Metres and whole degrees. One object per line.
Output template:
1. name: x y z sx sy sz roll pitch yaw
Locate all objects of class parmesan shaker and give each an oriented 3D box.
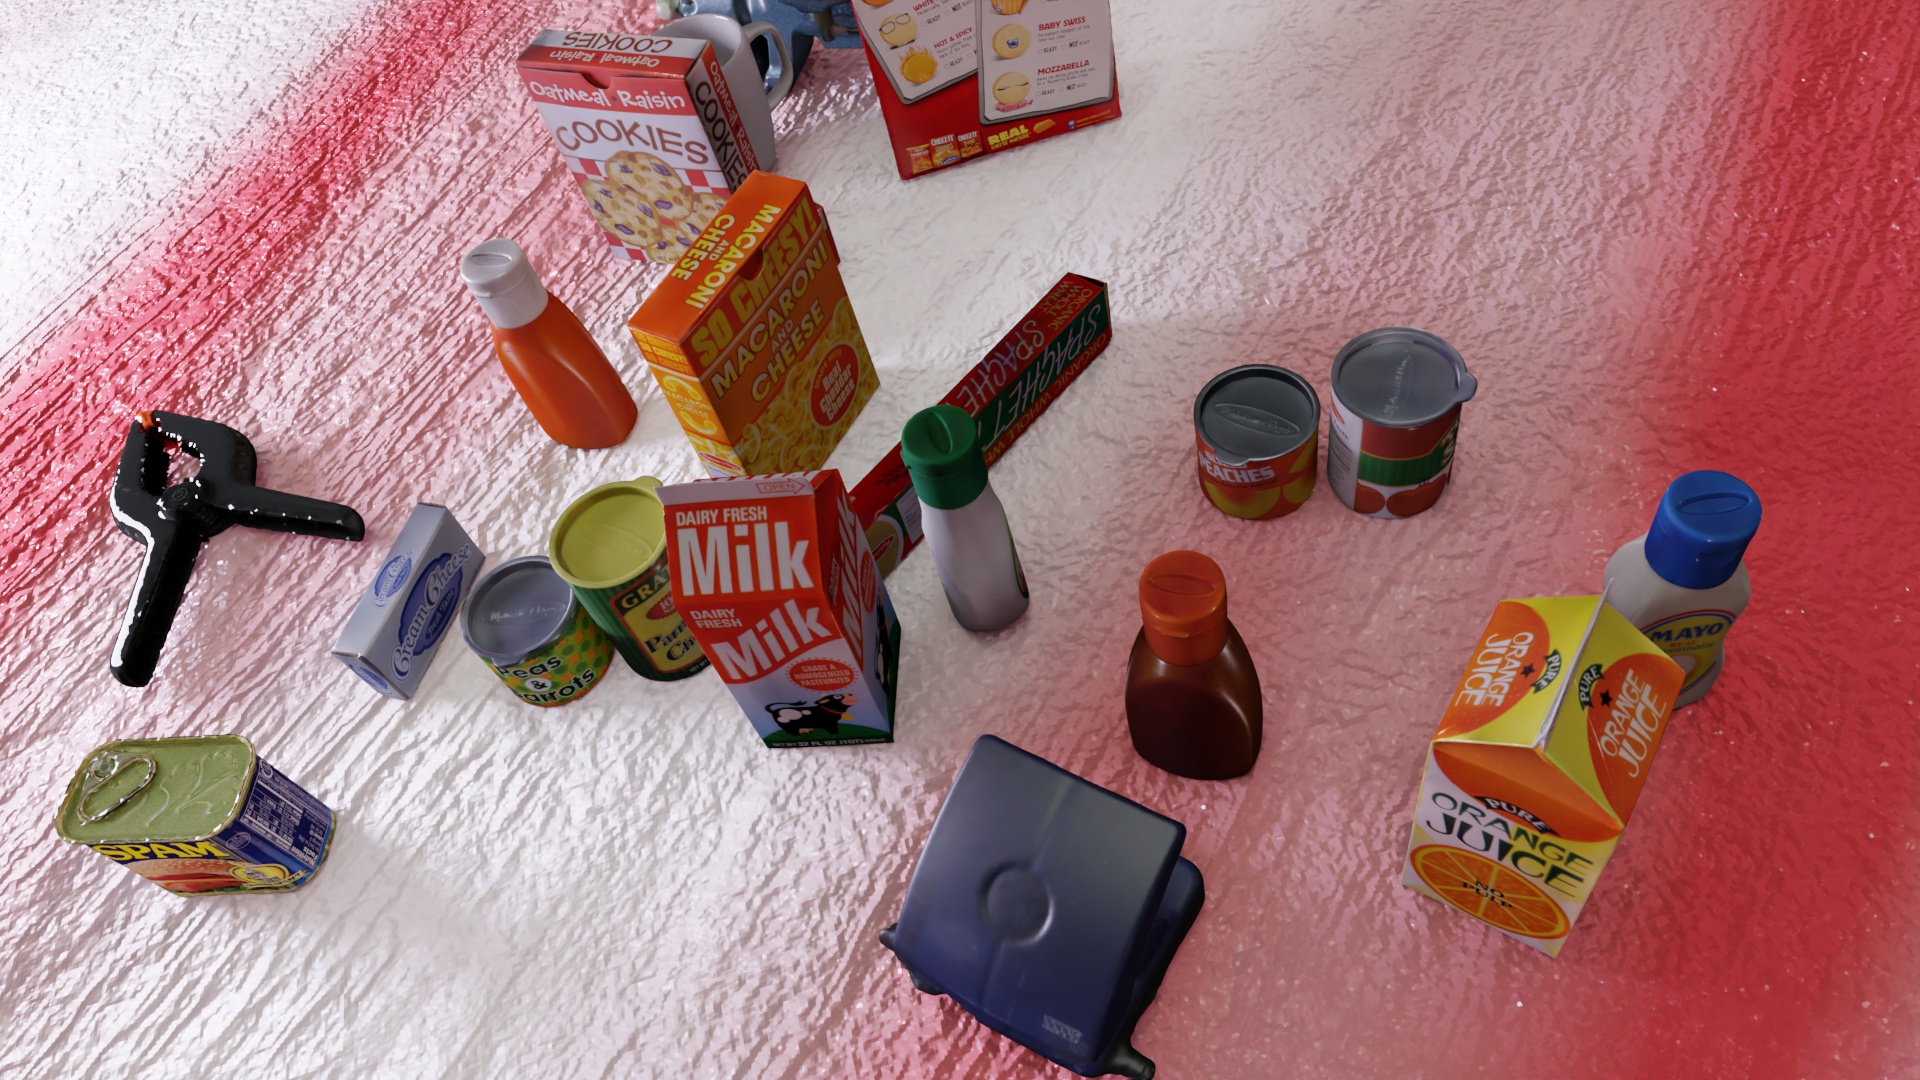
1. parmesan shaker: -0.168 0.022 0.749 0.071 0.102 0.071 -6 55 9

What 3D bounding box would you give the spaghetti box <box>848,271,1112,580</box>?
1. spaghetti box: 0.001 -0.059 0.801 0.029 0.050 0.251 32 67 29

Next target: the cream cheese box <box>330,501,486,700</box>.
1. cream cheese box: -0.316 0.035 0.803 0.024 0.053 0.104 8 58 17

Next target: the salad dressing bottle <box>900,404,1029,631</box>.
1. salad dressing bottle: 0.003 -0.009 0.706 0.044 0.147 0.064 -21 54 -2

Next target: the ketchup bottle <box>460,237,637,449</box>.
1. ketchup bottle: -0.249 -0.115 0.835 0.065 0.148 0.044 7 58 17

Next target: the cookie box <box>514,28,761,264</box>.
1. cookie box: -0.197 -0.249 0.905 0.123 0.166 0.040 10 59 19

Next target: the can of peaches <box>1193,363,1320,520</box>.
1. can of peaches: 0.160 -0.051 0.756 0.071 0.057 0.071 -6 55 9

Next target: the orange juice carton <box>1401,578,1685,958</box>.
1. orange juice carton: 0.232 0.092 0.558 0.073 0.191 0.072 24 64 26

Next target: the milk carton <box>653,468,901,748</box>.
1. milk carton: -0.083 0.027 0.673 0.072 0.189 0.074 -5 55 10

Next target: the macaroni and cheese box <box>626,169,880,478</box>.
1. macaroni and cheese box: -0.109 -0.104 0.785 0.040 0.165 0.124 20 62 24

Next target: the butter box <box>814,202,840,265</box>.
1. butter box: -0.122 -0.170 0.904 0.024 0.053 0.104 26 65 27

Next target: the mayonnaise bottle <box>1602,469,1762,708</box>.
1. mayonnaise bottle: 0.313 0.027 0.613 0.065 0.147 0.041 -9 55 7

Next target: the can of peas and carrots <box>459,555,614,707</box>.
1. can of peas and carrots: -0.233 0.053 0.769 0.071 0.058 0.071 -6 55 9

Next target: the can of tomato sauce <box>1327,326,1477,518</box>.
1. can of tomato sauce: 0.230 -0.060 0.732 0.071 0.082 0.071 -6 55 9

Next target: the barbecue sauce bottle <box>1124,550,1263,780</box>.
1. barbecue sauce bottle: 0.105 0.060 0.635 0.065 0.148 0.044 8 58 18
